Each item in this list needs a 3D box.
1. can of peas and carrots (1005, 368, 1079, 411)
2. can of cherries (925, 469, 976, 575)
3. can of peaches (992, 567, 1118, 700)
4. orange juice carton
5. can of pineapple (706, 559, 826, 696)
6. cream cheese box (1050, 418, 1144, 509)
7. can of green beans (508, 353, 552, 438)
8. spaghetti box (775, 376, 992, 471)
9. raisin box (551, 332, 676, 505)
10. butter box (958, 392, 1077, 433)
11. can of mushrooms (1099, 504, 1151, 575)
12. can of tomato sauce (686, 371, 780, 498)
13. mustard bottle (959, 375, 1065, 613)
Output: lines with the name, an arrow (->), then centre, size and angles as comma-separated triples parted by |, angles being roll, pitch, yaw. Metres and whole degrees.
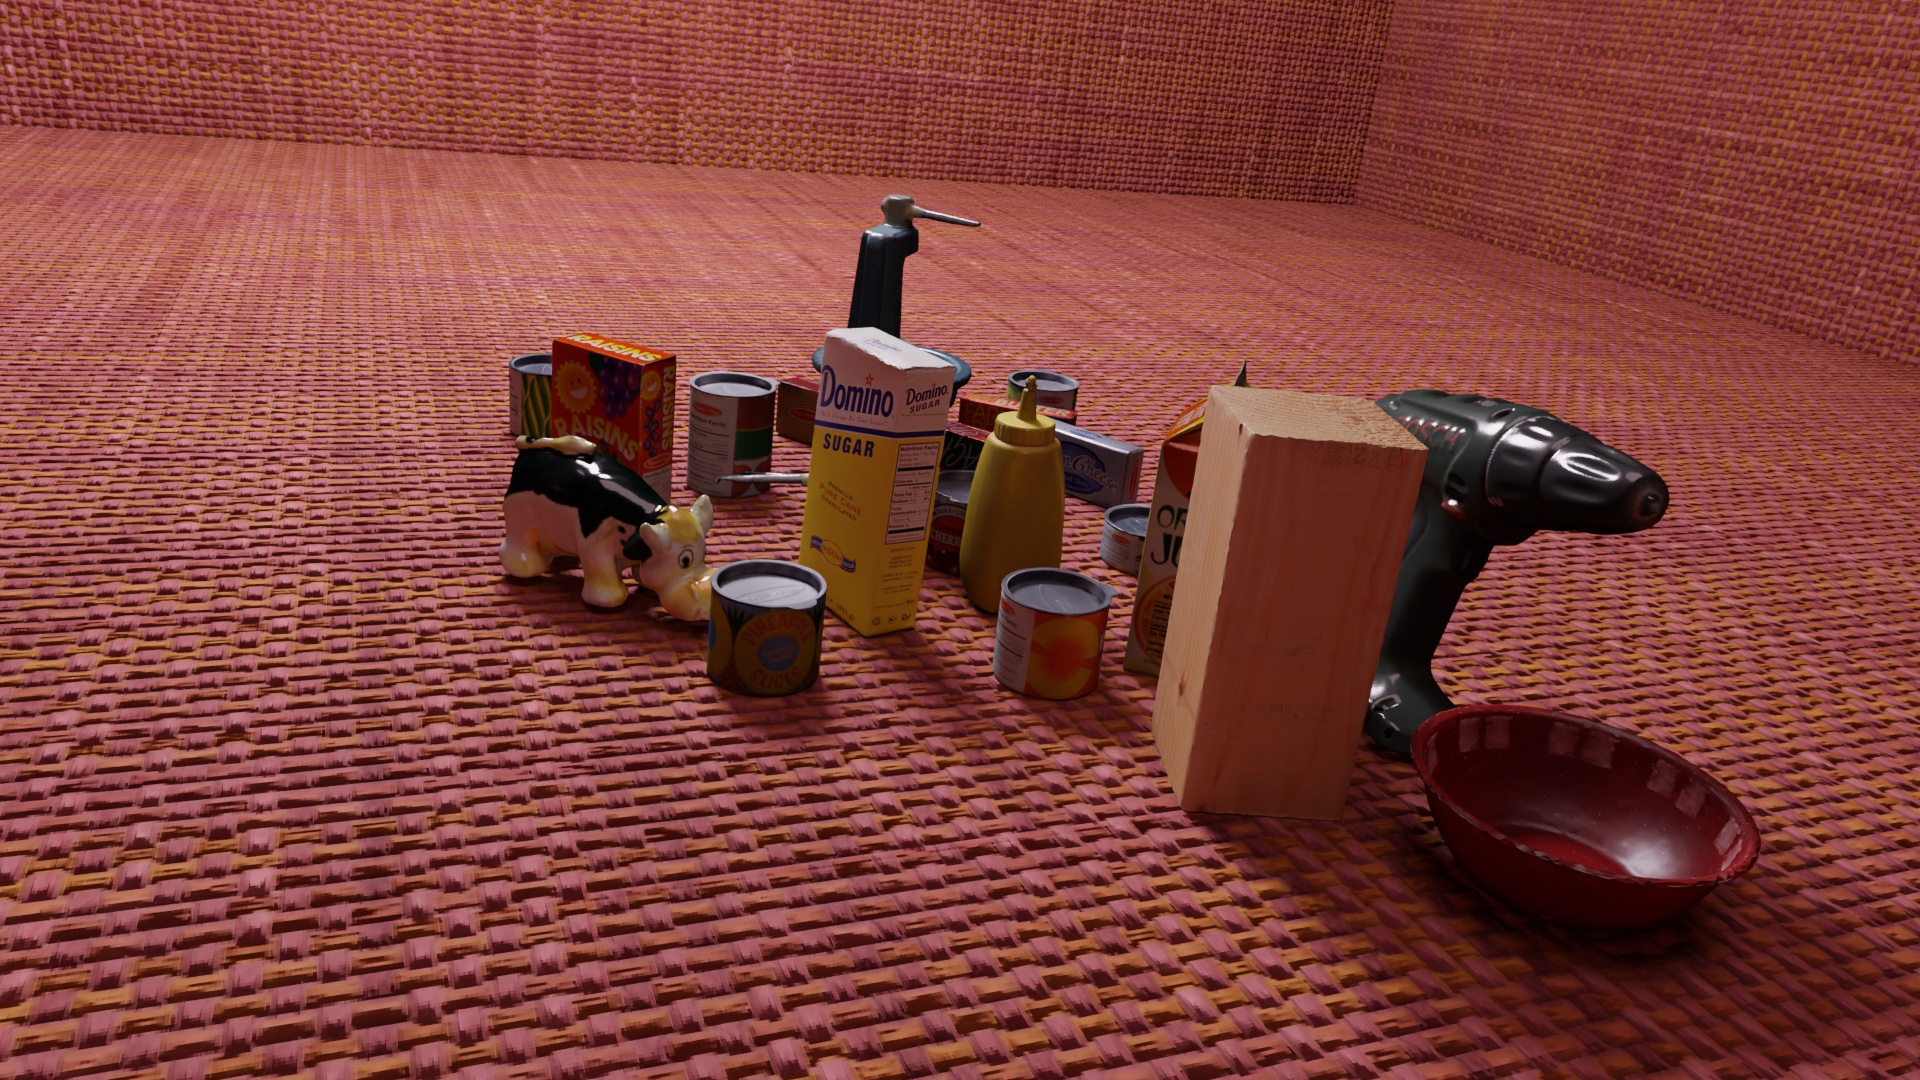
can of peas and carrots -> 0.073, -0.122, 1.284 | 0.071, 0.058, 0.071 | 6, 21, -2
can of cherries -> 0.004, -0.012, 0.990 | 0.071, 0.058, 0.072 | 6, 21, -2
can of peaches -> 0.057, 0.056, 0.835 | 0.071, 0.057, 0.071 | 6, 21, -2
orange juice carton -> 0.154, -0.012, 0.851 | 0.073, 0.191, 0.072 | 12, 22, 14
can of pineapple -> -0.111, 0.050, 0.798 | 0.071, 0.057, 0.071 | 6, 21, -2
cream cheese box -> 0.101, -0.064, 1.155 | 0.104, 0.053, 0.024 | 22, 26, 34
can of green beans -> -0.342, -0.119, 1.157 | 0.071, 0.057, 0.071 | 6, 21, -2
spaghetti box -> -0.049, -0.085, 1.166 | 0.250, 0.050, 0.029 | 19, 24, 27
raisin box -> -0.249, -0.079, 0.995 | 0.086, 0.123, 0.040 | 17, 24, 25
butter box -> 0.048, -0.095, 1.217 | 0.103, 0.053, 0.024 | 12, 22, 14
can of mushrooms -> 0.140, 0.000, 1.033 | 0.071, 0.033, 0.071 | 6, 21, -2
can of tomato sauce -> -0.177, -0.083, 1.080 | 0.071, 0.082, 0.071 | 6, 21, -2
mustard bottle -> 0.038, -0.033, 0.913 | 0.065, 0.159, 0.049 | -7, 25, -32
